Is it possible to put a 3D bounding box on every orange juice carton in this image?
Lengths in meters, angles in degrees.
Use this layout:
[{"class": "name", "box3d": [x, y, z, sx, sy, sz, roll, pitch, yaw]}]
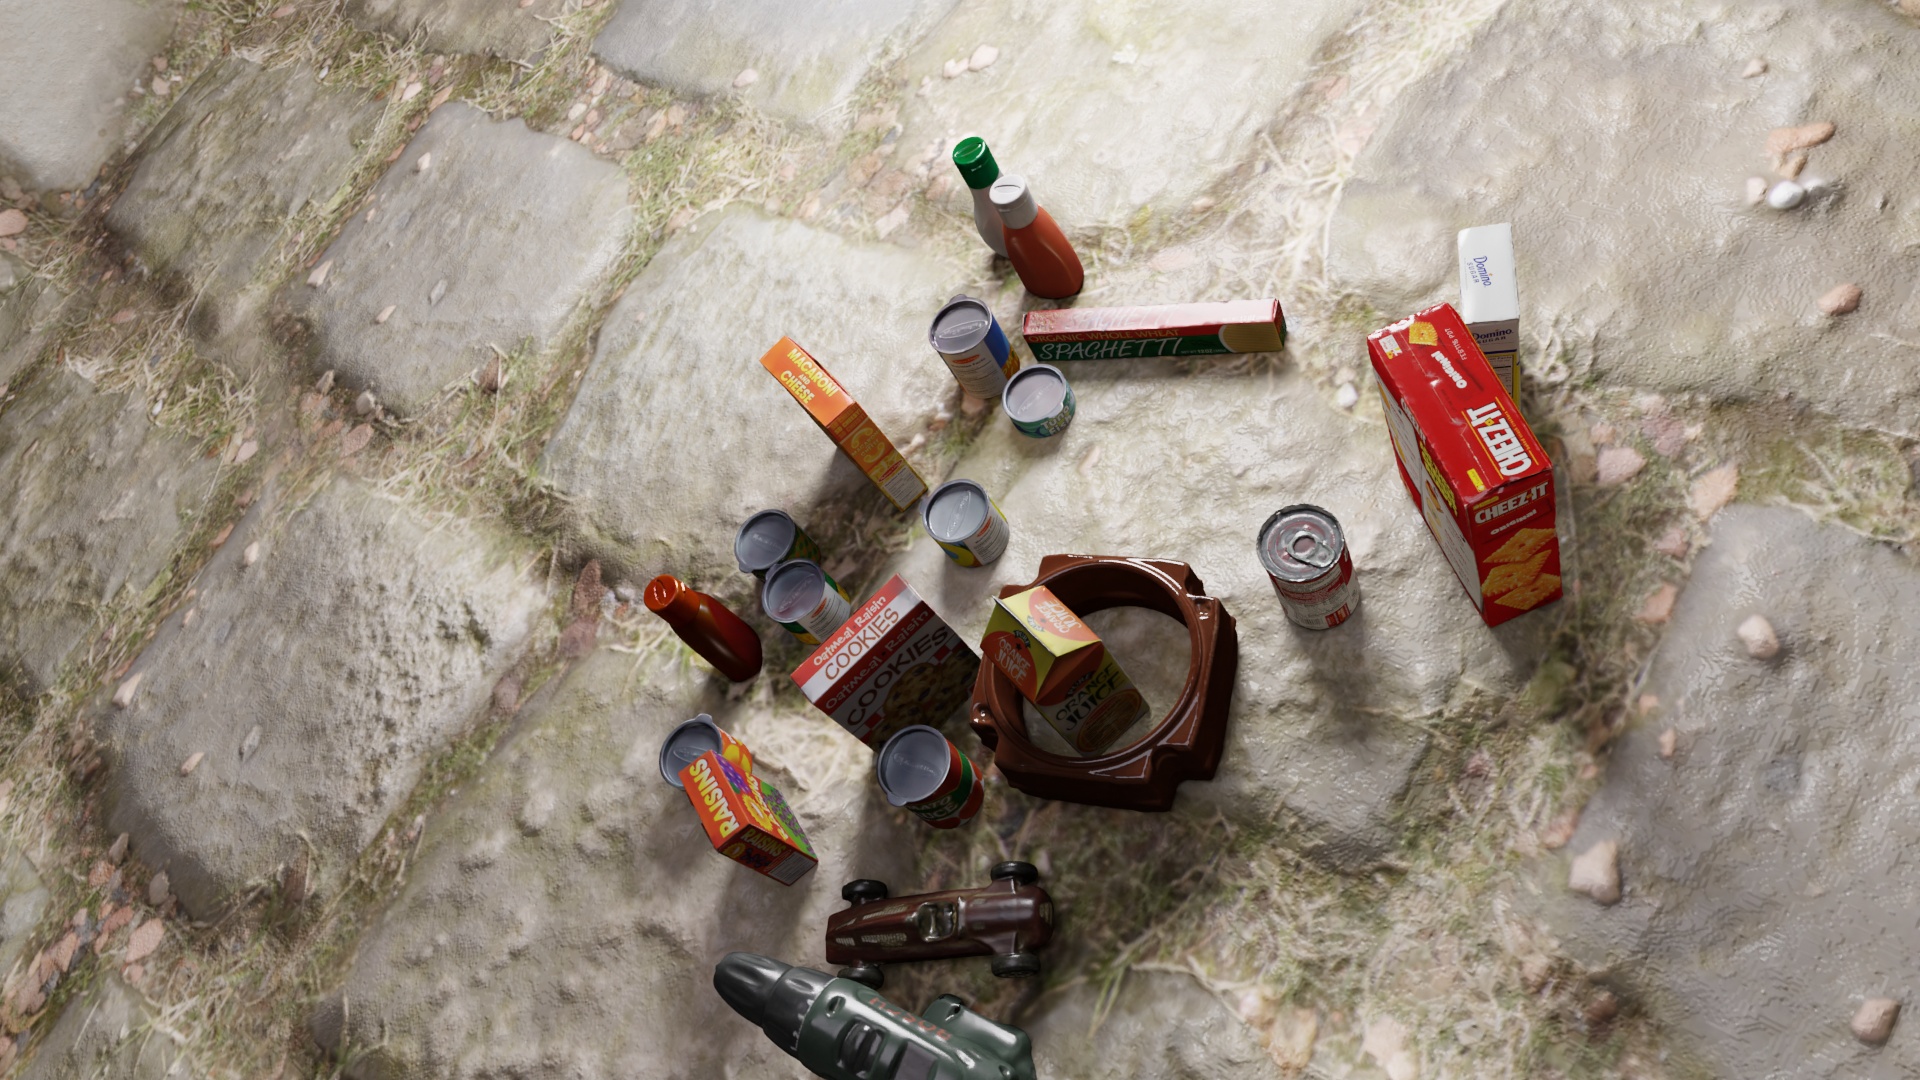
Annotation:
[{"class": "orange juice carton", "box3d": [0.080, 0.103, 1.111, 0.073, 0.192, 0.072, -43, 55, -3]}]

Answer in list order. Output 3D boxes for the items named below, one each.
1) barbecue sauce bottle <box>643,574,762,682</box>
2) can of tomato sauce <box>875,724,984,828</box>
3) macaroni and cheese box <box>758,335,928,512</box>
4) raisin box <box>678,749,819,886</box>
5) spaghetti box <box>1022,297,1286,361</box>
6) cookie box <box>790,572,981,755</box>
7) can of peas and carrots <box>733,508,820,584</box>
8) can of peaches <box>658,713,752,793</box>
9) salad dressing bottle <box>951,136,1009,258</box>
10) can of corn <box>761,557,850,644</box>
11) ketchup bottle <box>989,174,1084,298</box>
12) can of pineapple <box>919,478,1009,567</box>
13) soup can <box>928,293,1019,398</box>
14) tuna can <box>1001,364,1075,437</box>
[{"class": "barbecue sauce bottle", "box3d": [-0.239, 0.078, 1.294, 0.043, 0.148, 0.065, -28, 55, 8]}, {"class": "can of tomato sauce", "box3d": [-0.024, 0.202, 1.169, 0.071, 0.083, 0.071, -11, 59, 19]}, {"class": "macaroni and cheese box", "box3d": [-0.110, -0.111, 1.330, 0.040, 0.166, 0.124, -44, 55, -3]}, {"class": "raisin box", "box3d": [-0.182, 0.240, 1.194, 0.040, 0.123, 0.086, -38, 55, 1]}, {"class": "spaghetti box", "box3d": [0.180, -0.199, 1.320, 0.250, 0.050, 0.029, 1, 64, 25]}, {"class": "cookie box", "box3d": [-0.055, 0.114, 1.180, 0.123, 0.167, 0.040, -44, 55, -3]}, {"class": "can of peas and carrots", "box3d": [-0.180, 0.013, 1.358, 0.071, 0.058, 0.071, -11, 59, 19]}, {"class": "can of peaches", "box3d": [-0.232, 0.202, 1.278, 0.071, 0.058, 0.071, -11, 59, 19]}, {"class": "salad dressing bottle", "box3d": [0.036, -0.347, 1.407, 0.064, 0.147, 0.044, -23, 56, 11]}, {"class": "can of corn", "box3d": [-0.147, 0.057, 1.320, 0.071, 0.058, 0.071, -11, 59, 19]}, {"class": "ketchup bottle", "box3d": [0.071, -0.297, 1.363, 0.065, 0.148, 0.044, 8, 67, 28]}, {"class": "can of pineapple", "box3d": [0.005, -0.016, 1.293, 0.071, 0.057, 0.071, -11, 59, 19]}, {"class": "soup can", "box3d": [0.014, -0.191, 1.369, 0.071, 0.083, 0.071, -11, 59, 19]}, {"class": "tuna can", "box3d": [0.078, -0.133, 1.340, 0.071, 0.032, 0.071, -11, 59, 19]}]
